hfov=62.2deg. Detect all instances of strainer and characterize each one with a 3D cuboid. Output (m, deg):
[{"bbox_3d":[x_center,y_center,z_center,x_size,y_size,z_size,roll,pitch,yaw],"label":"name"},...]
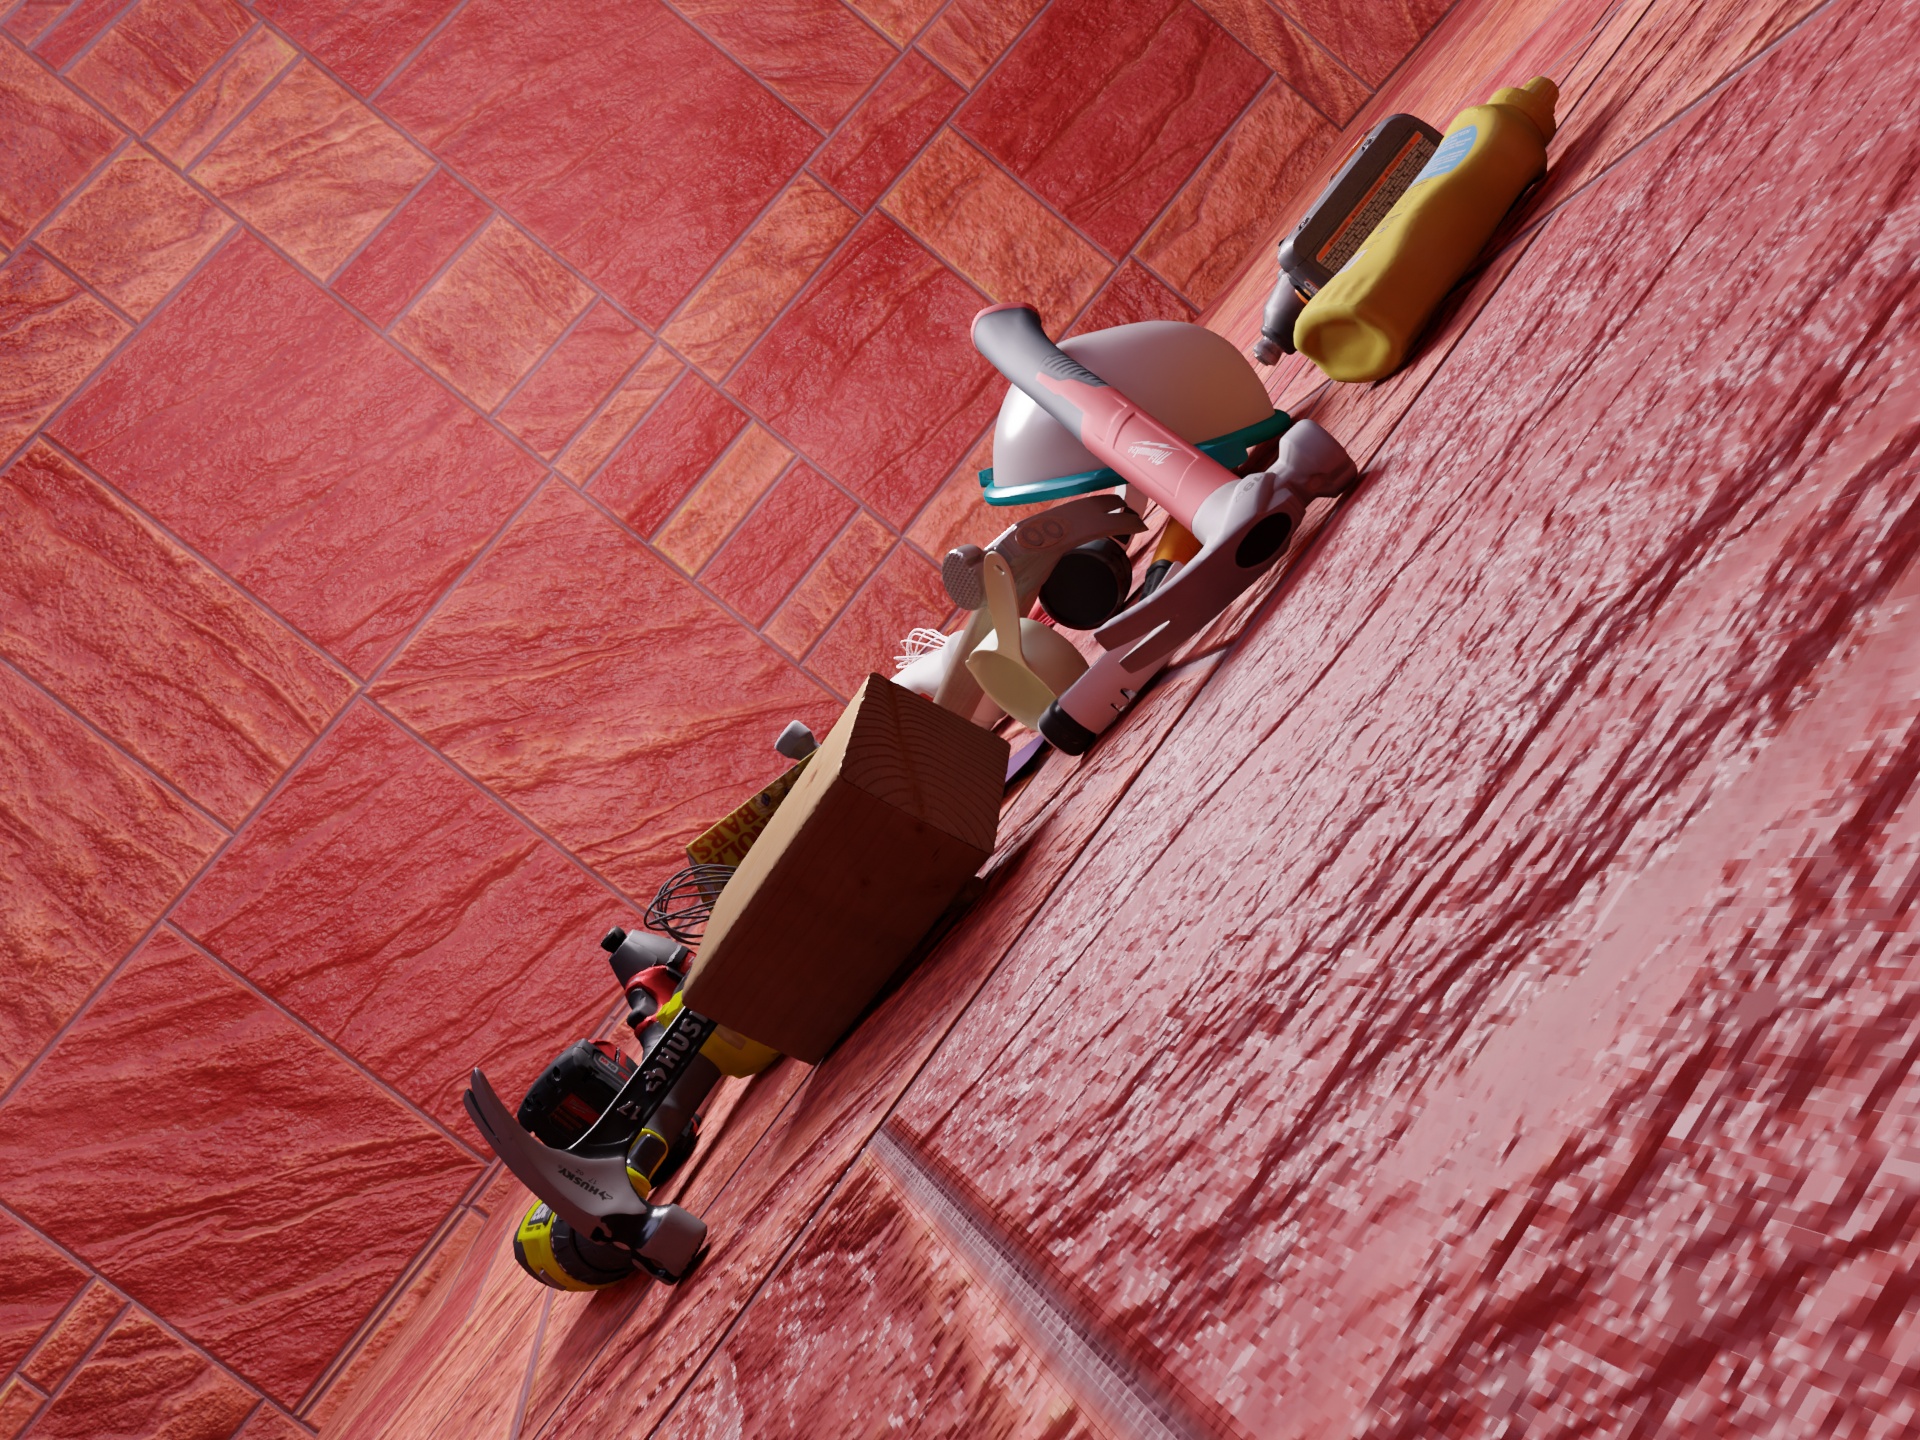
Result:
[{"bbox_3d":[0.114,-0.204,1.003,0.211,0.095,0.340,-16,11,-3],"label":"strainer"}]

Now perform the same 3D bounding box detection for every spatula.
[{"bbox_3d":[-0.026,0.091,1.089,0.315,0.018,0.060,-45,3,43],"label":"spatula"}]

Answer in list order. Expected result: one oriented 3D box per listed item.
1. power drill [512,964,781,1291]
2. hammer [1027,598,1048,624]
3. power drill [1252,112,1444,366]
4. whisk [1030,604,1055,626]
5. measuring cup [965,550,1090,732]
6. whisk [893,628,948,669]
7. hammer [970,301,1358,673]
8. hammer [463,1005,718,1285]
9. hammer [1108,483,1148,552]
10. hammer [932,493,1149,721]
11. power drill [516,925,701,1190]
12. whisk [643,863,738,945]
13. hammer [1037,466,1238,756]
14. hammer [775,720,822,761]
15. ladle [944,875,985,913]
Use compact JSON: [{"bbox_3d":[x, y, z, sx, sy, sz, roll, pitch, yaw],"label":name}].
[{"bbox_3d":[-0.188,0.258,1.017,0.229,0.080,0.190,-57,11,-30],"label":"power drill"},{"bbox_3d":[0.107,-0.139,1.470,0.359,0.036,0.149,-49,5,22],"label":"hammer"},{"bbox_3d":[0.263,-0.314,1.080,0.164,0.084,0.226,-51,0,12],"label":"power drill"},{"bbox_3d":[0.050,-0.077,1.292,0.073,0.073,0.295,-54,-6,-30],"label":"whisk"},{"bbox_3d":[0.040,-0.053,0.924,0.038,0.083,0.167,-49,-28,-22],"label":"measuring cup"},{"bbox_3d":[0.004,-0.059,1.484,0.057,0.059,0.246,-12,7,-26],"label":"whisk"},{"bbox_3d":[0.068,-0.159,0.894,0.143,0.038,0.387,-43,33,6],"label":"hammer"},{"bbox_3d":[-0.138,0.144,0.967,0.036,0.149,0.409,-59,-2,37],"label":"hammer"},{"bbox_3d":[0.081,-0.153,1.426,0.130,0.031,0.331,-62,16,-10],"label":"hammer"},{"bbox_3d":[-0.002,-0.004,1.116,0.146,0.038,0.410,-24,-22,-33],"label":"hammer"},{"bbox_3d":[-0.242,0.246,1.214,0.078,0.143,0.220,-46,8,22],"label":"power drill"},{"bbox_3d":[-0.118,0.112,1.097,0.239,0.055,0.055,-9,-31,-48],"label":"whisk"},{"bbox_3d":[0.132,-0.103,0.962,0.127,0.034,0.337,-49,5,33],"label":"hammer"},{"bbox_3d":[-0.113,0.092,1.432,0.033,0.128,0.331,-52,-4,-19],"label":"hammer"},{"bbox_3d":[-0.039,0.116,0.969,0.069,0.031,0.315,-58,9,-19],"label":"ladle"}]
